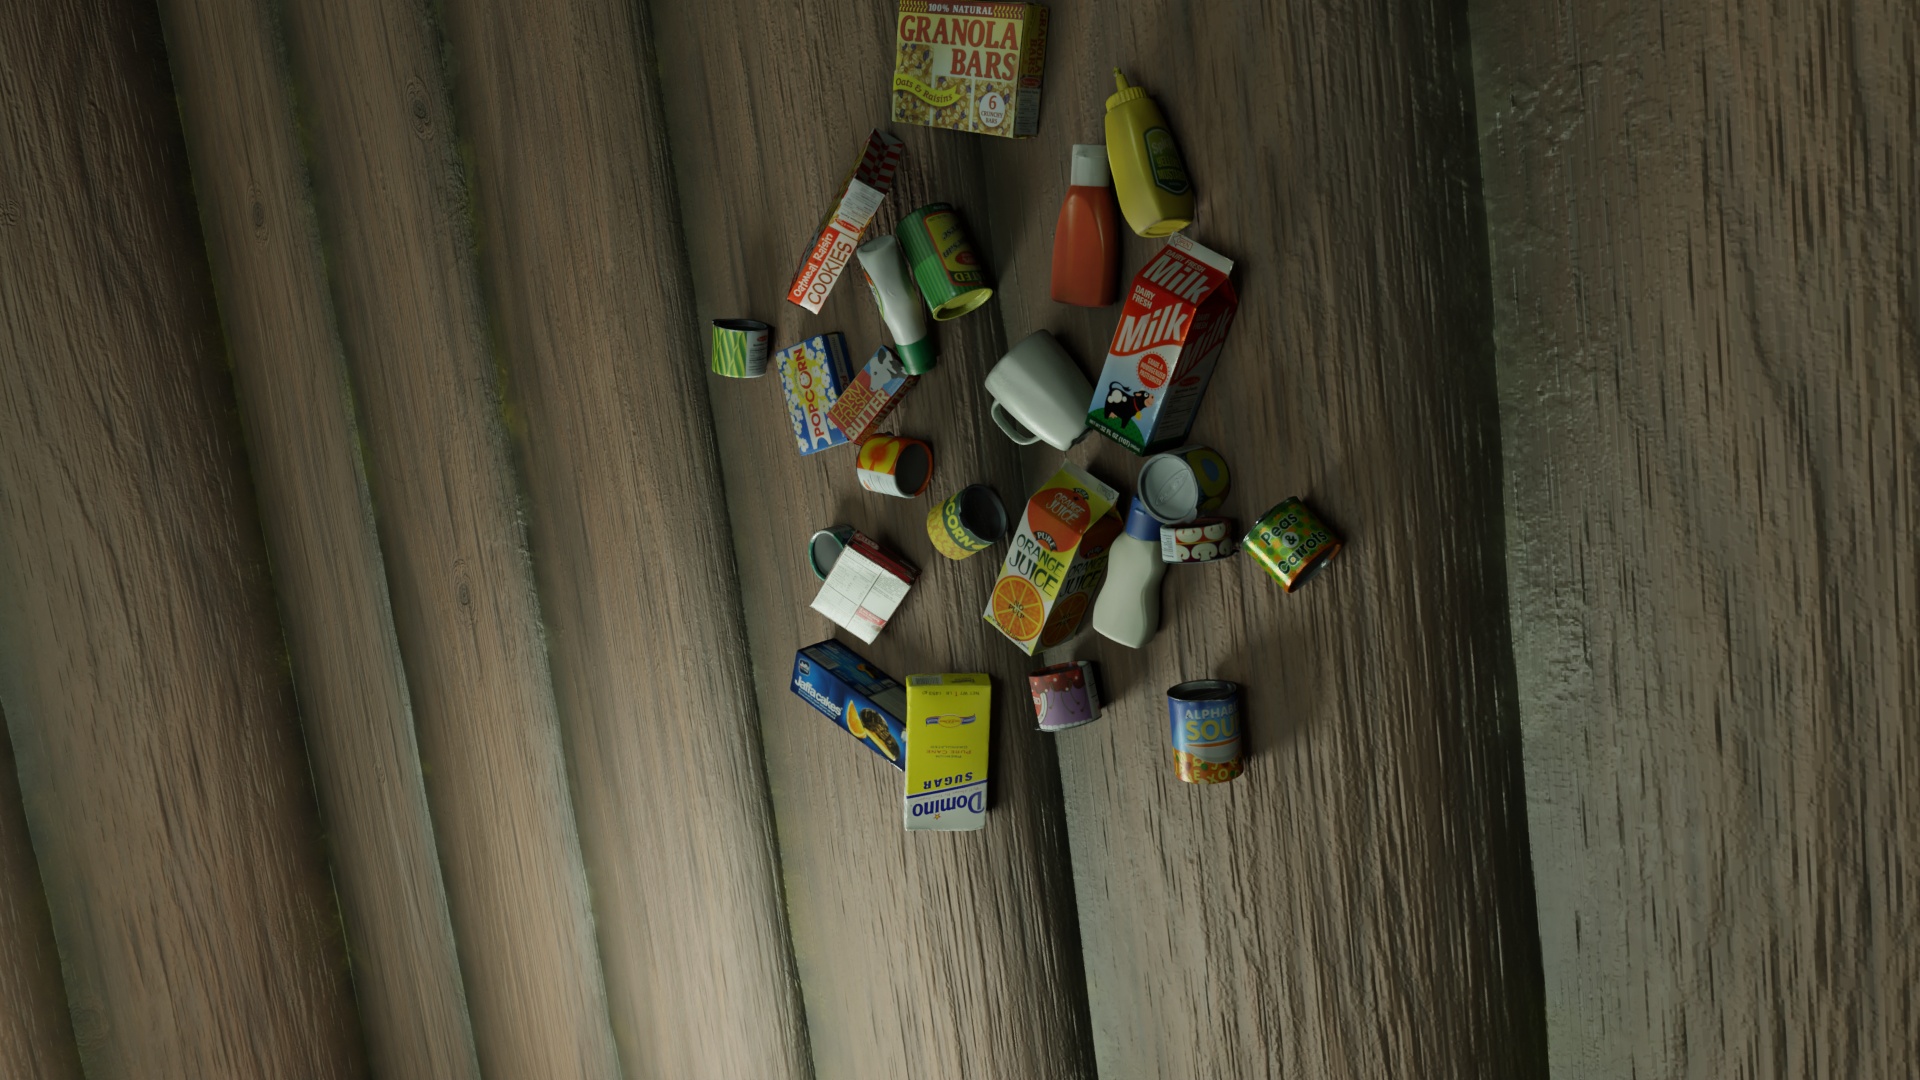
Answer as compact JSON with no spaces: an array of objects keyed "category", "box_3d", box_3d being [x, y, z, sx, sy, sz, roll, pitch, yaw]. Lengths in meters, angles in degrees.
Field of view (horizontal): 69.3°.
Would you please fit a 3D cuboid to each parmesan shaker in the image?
[{"category":"parmesan shaker","box_3d":[-0.020,-0.286,1.425,0.071,0.071,0.103,-32,79,42]}]

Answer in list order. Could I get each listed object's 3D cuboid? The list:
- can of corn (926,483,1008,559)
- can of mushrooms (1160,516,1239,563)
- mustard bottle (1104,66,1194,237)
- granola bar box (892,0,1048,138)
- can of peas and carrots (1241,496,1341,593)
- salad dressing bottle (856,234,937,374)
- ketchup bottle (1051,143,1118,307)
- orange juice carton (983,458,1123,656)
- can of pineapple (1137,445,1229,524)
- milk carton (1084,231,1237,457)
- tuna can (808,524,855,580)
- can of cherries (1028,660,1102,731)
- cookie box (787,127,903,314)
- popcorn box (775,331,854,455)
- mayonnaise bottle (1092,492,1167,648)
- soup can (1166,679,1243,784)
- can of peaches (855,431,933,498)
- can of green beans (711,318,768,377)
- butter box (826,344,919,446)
[{"category":"can of corn","box_3d":[0.005,-0.018,1.472,0.058,0.071,0.071,-29,81,43]},{"category":"can of mushrooms","box_3d":[0.221,-0.001,1.286,0.071,0.071,0.033,0,100,42]},{"category":"mustard bottle","box_3d":[0.162,-0.354,1.250,0.048,0.065,0.160,-22,82,47]},{"category":"granola bar box","box_3d":[0.006,-0.470,1.377,0.166,0.039,0.123,20,114,37]},{"category":"can of peas and carrots","box_3d":[0.291,0.003,1.219,0.059,0.071,0.070,49,128,21]},{"category":"salad dressing bottle","box_3d":[-0.064,-0.245,1.460,0.064,0.044,0.147,-107,-4,-59]},{"category":"ketchup bottle","box_3d":[0.120,-0.298,1.314,0.065,0.044,0.148,15,111,38]},{"category":"orange juice carton","box_3d":[0.099,0.015,1.394,0.072,0.073,0.191,38,123,29]},{"category":"can of pineapple","box_3d":[0.208,-0.051,1.288,0.071,0.058,0.070,13,110,40]},{"category":"milk carton","box_3d":[0.188,-0.179,1.263,0.072,0.074,0.189,36,122,31]},{"category":"tuna can","box_3d":[-0.147,0.018,1.645,0.071,0.033,0.071,12,108,40]},{"category":"can of cherries","box_3d":[0.105,0.160,1.428,0.071,0.072,0.058,-10,94,43]},{"category":"cookie box","box_3d":[-0.124,-0.339,1.476,0.040,0.123,0.166,27,129,-14]},{"category":"popcorn box","box_3d":[-0.161,-0.170,1.606,0.085,0.038,0.126,-13,92,42]},{"category":"mayonnaise bottle","box_3d":[0.172,0.027,1.354,0.065,0.041,0.147,25,116,34]},{"category":"soup can","box_3d":[0.234,0.182,1.317,0.071,0.071,0.083,1,102,42]},{"category":"can of peaches","box_3d":[-0.071,-0.085,1.529,0.058,0.071,0.071,13,109,40]},{"category":"can of green beans","box_3d":[-0.264,-0.231,1.665,0.071,0.071,0.057,22,115,37]},{"category":"butter box","box_3d":[-0.097,-0.160,1.535,0.053,0.024,0.103,46,103,24]}]
